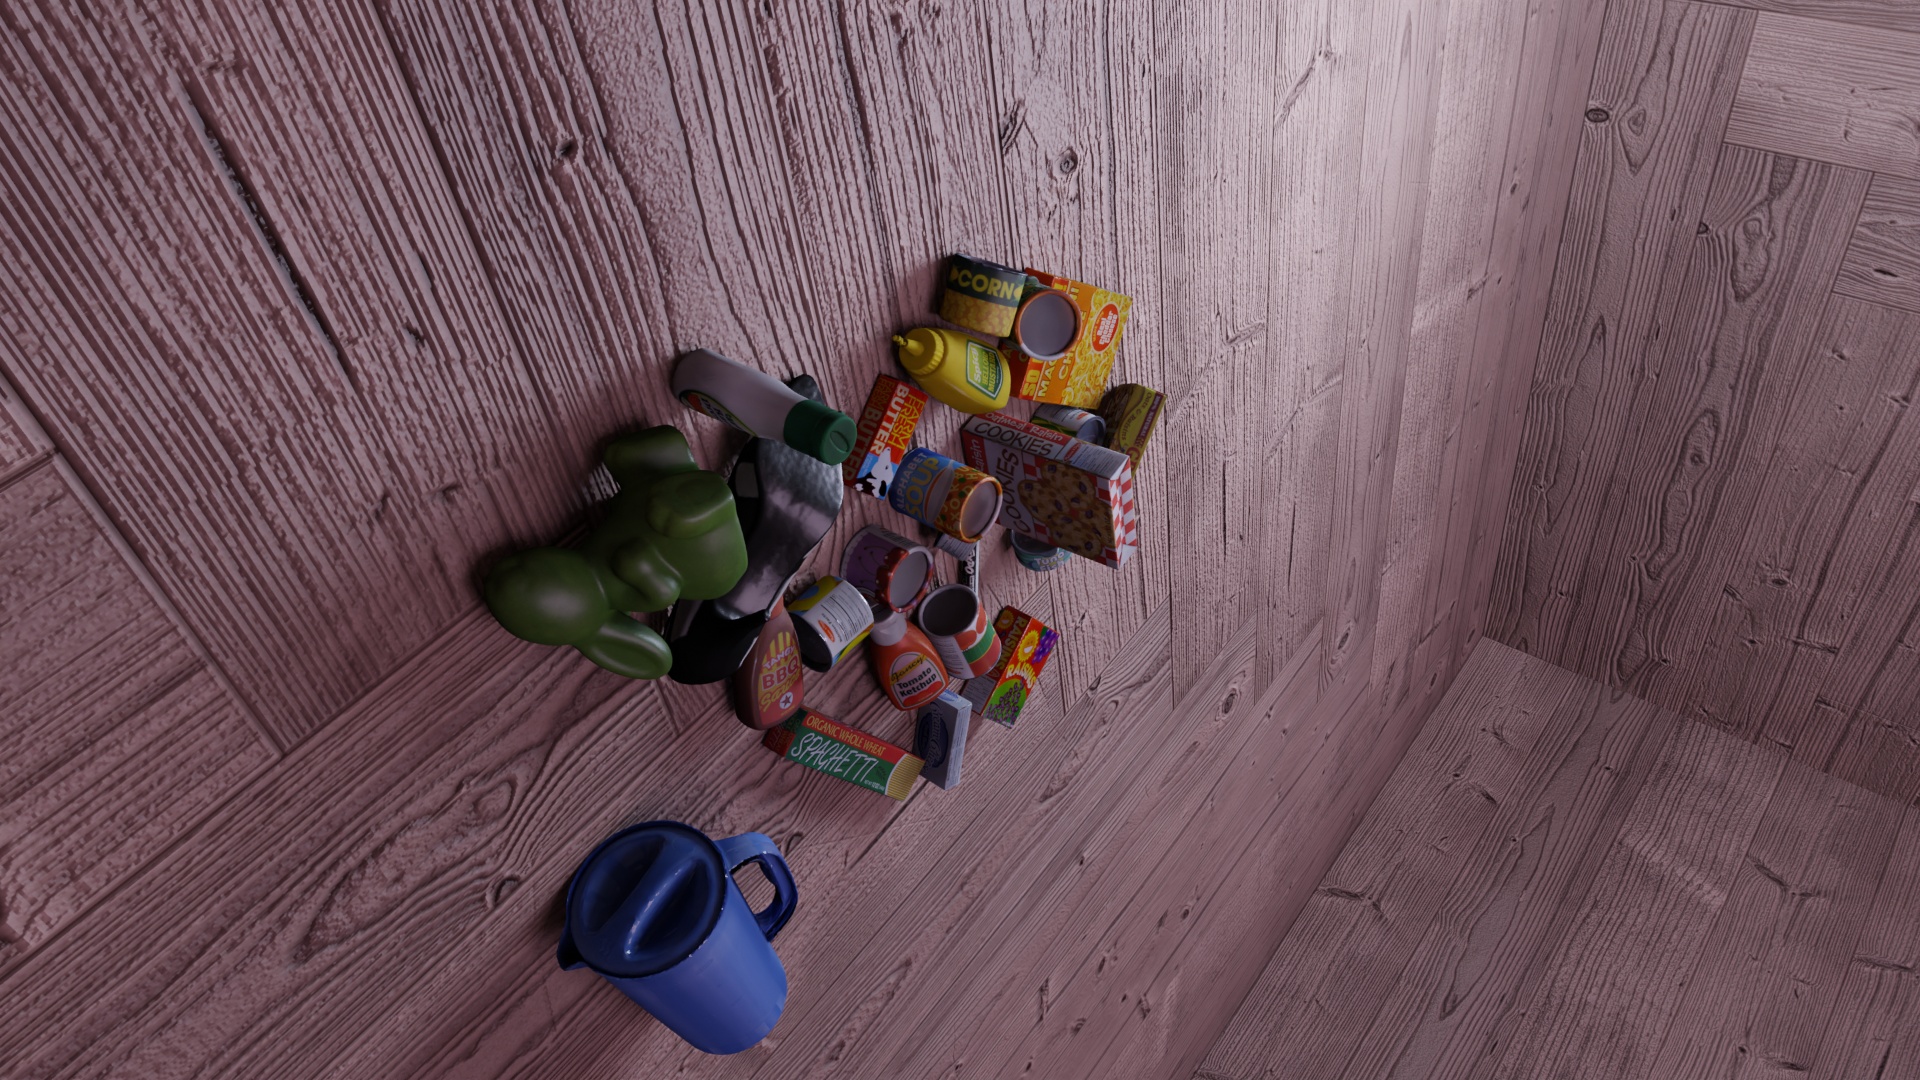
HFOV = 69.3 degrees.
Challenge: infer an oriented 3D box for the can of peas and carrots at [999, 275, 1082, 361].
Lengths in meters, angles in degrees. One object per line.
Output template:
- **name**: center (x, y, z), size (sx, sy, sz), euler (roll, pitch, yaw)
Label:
- **can of peas and carrots**: center (0.072, -0.204, 1.272), size (0.071, 0.059, 0.070), euler (-6, 109, -17)

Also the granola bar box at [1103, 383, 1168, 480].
- **granola bar box**: center (0.165, -0.088, 1.505), size (0.124, 0.039, 0.165), euler (-120, -128, -85)

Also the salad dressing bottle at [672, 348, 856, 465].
- **salad dressing bottle**: center (-0.140, -0.094, 0.988), size (0.044, 0.148, 0.064), euler (-59, 148, -11)

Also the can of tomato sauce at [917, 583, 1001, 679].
- **can of tomato sauce**: center (0.000, 0.091, 1.407), size (0.071, 0.071, 0.082), euler (-53, 146, -20)

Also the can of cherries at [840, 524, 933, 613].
- **can of cherries**: center (-0.067, 0.028, 1.269), size (0.072, 0.058, 0.071), euler (-35, 137, -41)

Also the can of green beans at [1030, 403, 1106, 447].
- **can of green beans**: center (0.110, -0.107, 1.446), size (0.071, 0.058, 0.071), euler (-36, 138, -40)

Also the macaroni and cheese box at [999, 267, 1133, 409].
- **macaroni and cheese box**: center (0.102, -0.199, 1.390), size (0.167, 0.040, 0.123), euler (-2, 111, -57)

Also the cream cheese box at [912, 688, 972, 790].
- **cream cheese box**: center (-0.021, 0.207, 1.467), size (0.024, 0.053, 0.103), euler (-20, 127, -48)

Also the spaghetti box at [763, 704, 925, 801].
- **spaghetti box**: center (-0.109, 0.209, 1.359), size (0.050, 0.029, 0.249), euler (-63, 149, -7)

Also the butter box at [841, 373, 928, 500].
- **butter box**: center (-0.069, -0.090, 1.219), size (0.053, 0.024, 0.103), euler (21, 93, -60)

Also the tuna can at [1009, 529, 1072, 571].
- **tuna can**: center (0.088, 0.000, 1.475), size (0.071, 0.071, 0.032), euler (-51, 147, -23)

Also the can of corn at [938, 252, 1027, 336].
- **can of corn**: center (0.019, -0.216, 1.224), size (0.071, 0.071, 0.058), euler (-5, 115, -56)

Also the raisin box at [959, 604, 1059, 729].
- **raisin box**: center (0.054, 0.142, 1.551), size (0.123, 0.040, 0.086), euler (-62, 148, -4)

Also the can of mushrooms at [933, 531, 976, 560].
- **can of mushrooms**: center (0.005, -0.017, 1.343), size (0.071, 0.033, 0.071), euler (-60, -175, 9)

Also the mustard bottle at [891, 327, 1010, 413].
- **mustard bottle**: center (-0.011, -0.155, 1.228), size (0.160, 0.049, 0.065), euler (15, 72, -58)

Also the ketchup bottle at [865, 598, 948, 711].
- **ketchup bottle**: center (-0.059, 0.106, 1.344), size (0.065, 0.044, 0.148), euler (-29, 140, -5)

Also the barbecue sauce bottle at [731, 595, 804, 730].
- **barbecue sauce bottle**: center (-0.166, 0.087, 1.174), size (0.065, 0.044, 0.147), euler (-34, 136, -40)

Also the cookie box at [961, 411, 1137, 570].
- **cookie box**: center (0.085, -0.050, 1.343), size (0.040, 0.167, 0.122), euler (-49, 145, -31)

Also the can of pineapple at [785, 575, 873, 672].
- **can of pineapple**: center (-0.119, 0.073, 1.216), size (0.058, 0.071, 0.070), euler (-42, 142, -34)

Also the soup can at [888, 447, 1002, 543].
- **soup can**: center (-0.015, -0.042, 1.276), size (0.072, 0.084, 0.071), euler (-35, 137, -40)
